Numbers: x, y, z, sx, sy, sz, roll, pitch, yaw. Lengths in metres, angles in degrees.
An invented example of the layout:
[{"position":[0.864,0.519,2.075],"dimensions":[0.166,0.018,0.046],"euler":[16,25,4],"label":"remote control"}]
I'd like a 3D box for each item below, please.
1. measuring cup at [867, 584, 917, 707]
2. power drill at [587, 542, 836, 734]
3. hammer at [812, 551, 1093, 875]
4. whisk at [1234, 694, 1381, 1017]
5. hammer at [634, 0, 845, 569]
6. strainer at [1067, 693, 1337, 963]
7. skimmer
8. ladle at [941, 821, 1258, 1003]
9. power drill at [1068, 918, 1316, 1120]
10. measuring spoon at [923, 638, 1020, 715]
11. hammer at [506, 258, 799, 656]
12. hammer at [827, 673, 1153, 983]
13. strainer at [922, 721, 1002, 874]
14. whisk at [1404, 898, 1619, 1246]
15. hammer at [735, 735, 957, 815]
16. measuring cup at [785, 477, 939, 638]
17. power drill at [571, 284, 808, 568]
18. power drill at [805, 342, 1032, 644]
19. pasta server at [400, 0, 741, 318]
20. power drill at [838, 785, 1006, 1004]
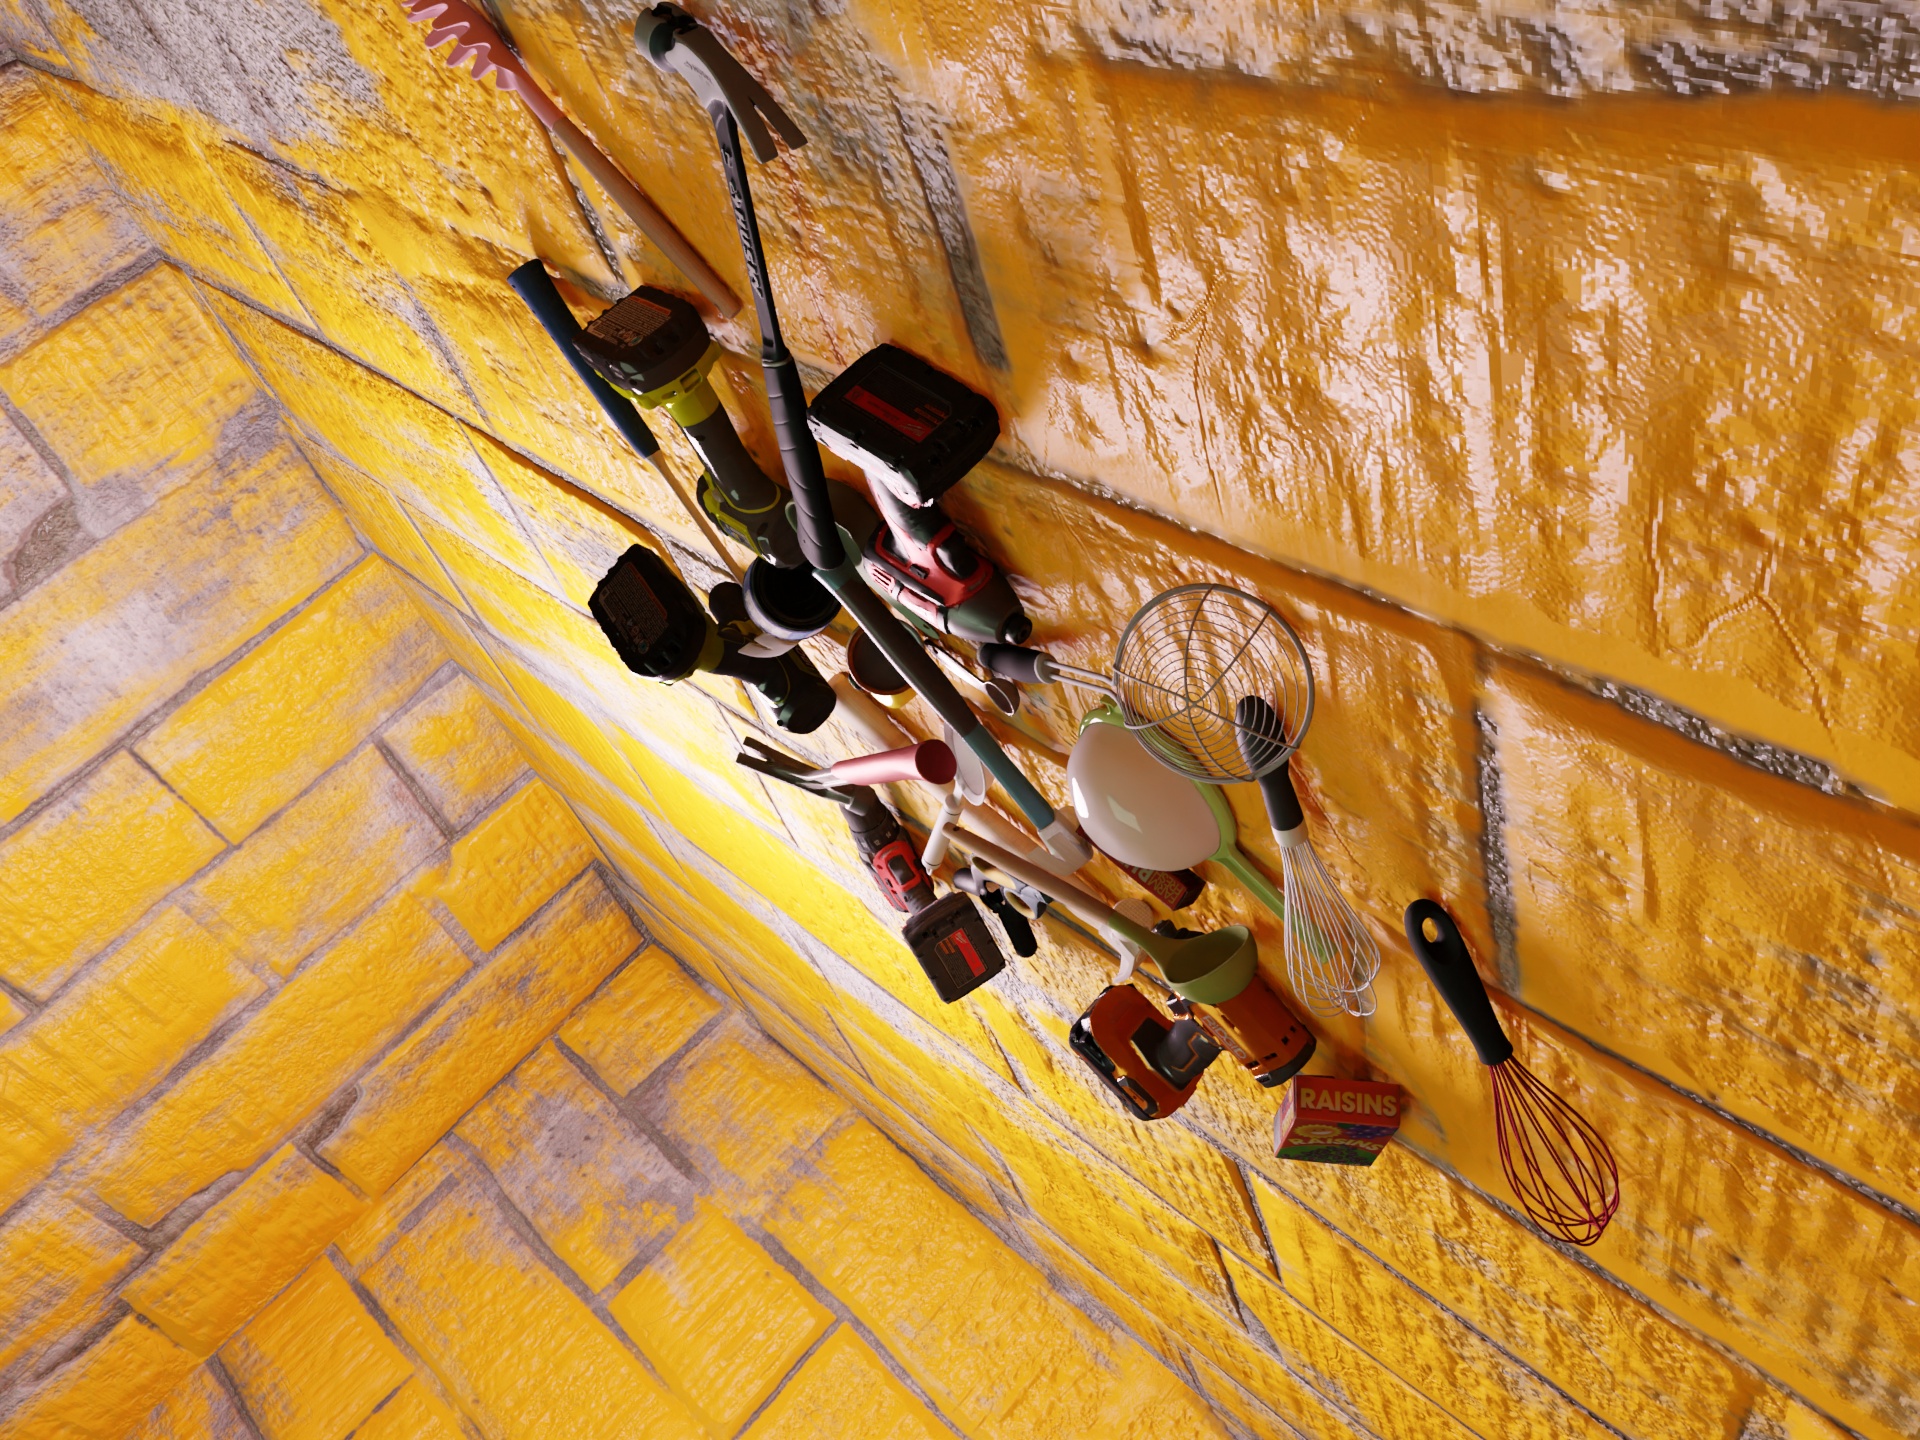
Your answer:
[{"position":[-0.075,-0.064,1.407],"dimensions":[0.062,0.029,0.156],"euler":[35,158,29],"label":"measuring cup"},{"position":[-0.235,-0.085,1.495],"dimensions":[0.191,0.080,0.228],"euler":[51,-164,31],"label":"power drill"},{"position":[-0.002,-0.004,1.271],"dimensions":[0.331,0.033,0.128],"euler":[50,-167,-14],"label":"hammer"},{"position":[0.230,0.097,1.076],"dimensions":[0.070,0.070,0.284],"euler":[21,142,50],"label":"whisk"},{"position":[-0.121,-0.252,1.053],"dimensions":[0.149,0.036,0.408],"euler":[48,160,35],"label":"hammer"},{"position":[0.166,0.102,1.186],"dimensions":[0.256,0.069,0.151],"euler":[44,160,11],"label":"strainer"},{"position":[0.108,-0.037,1.088],"dimensions":[0.363,0.090,0.127],"euler":[-159,53,-70],"label":"skimmer"},{"position":[0.105,0.145,1.323],"dimensions":[0.320,0.078,0.062],"euler":[26,140,34],"label":"ladle"},{"position":[0.188,0.261,1.392],"dimensions":[0.164,0.084,0.226],"euler":[47,146,0],"label":"power drill"},{"position":[0.010,-0.042,1.313],"dimensions":[0.124,0.018,0.034],"euler":[37,159,42],"label":"measuring spoon"},{"position":[-0.268,-0.228,1.415],"dimensions":[0.405,0.035,0.144],"euler":[55,-166,-10],"label":"hammer"},{"position":[0.017,0.094,1.520],"dimensions":[0.411,0.038,0.146],"euler":[39,160,20],"label":"hammer"},{"position":[-0.003,0.069,1.437],"dimensions":[0.087,0.050,0.258],"euler":[64,153,28],"label":"strainer"},{"position":[0.368,0.238,1.067],"dimensions":[0.295,0.073,0.073],"euler":[58,157,-16],"label":"whisk"},{"position":[-0.098,0.044,1.491],"dimensions":[0.149,0.037,0.359],"euler":[24,167,-18],"label":"hammer"},{"position":[-0.067,-0.130,1.271],"dimensions":[0.167,0.038,0.083],"euler":[42,160,-24],"label":"measuring cup"},{"position":[-0.214,-0.235,1.296],"dimensions":[0.171,0.080,0.223],"euler":[34,161,49],"label":"power drill"},{"position":[-0.019,-0.140,1.095],"dimensions":[0.143,0.078,0.219],"euler":[35,160,28],"label":"power drill"},{"position":[-0.278,-0.408,1.154],"dimensions":[0.316,0.040,0.060],"euler":[47,172,-4],"label":"pasta server"},{"position":[-0.053,0.174,1.700],"dimensions":[0.227,0.080,0.187],"euler":[49,169,52],"label":"power drill"}]
